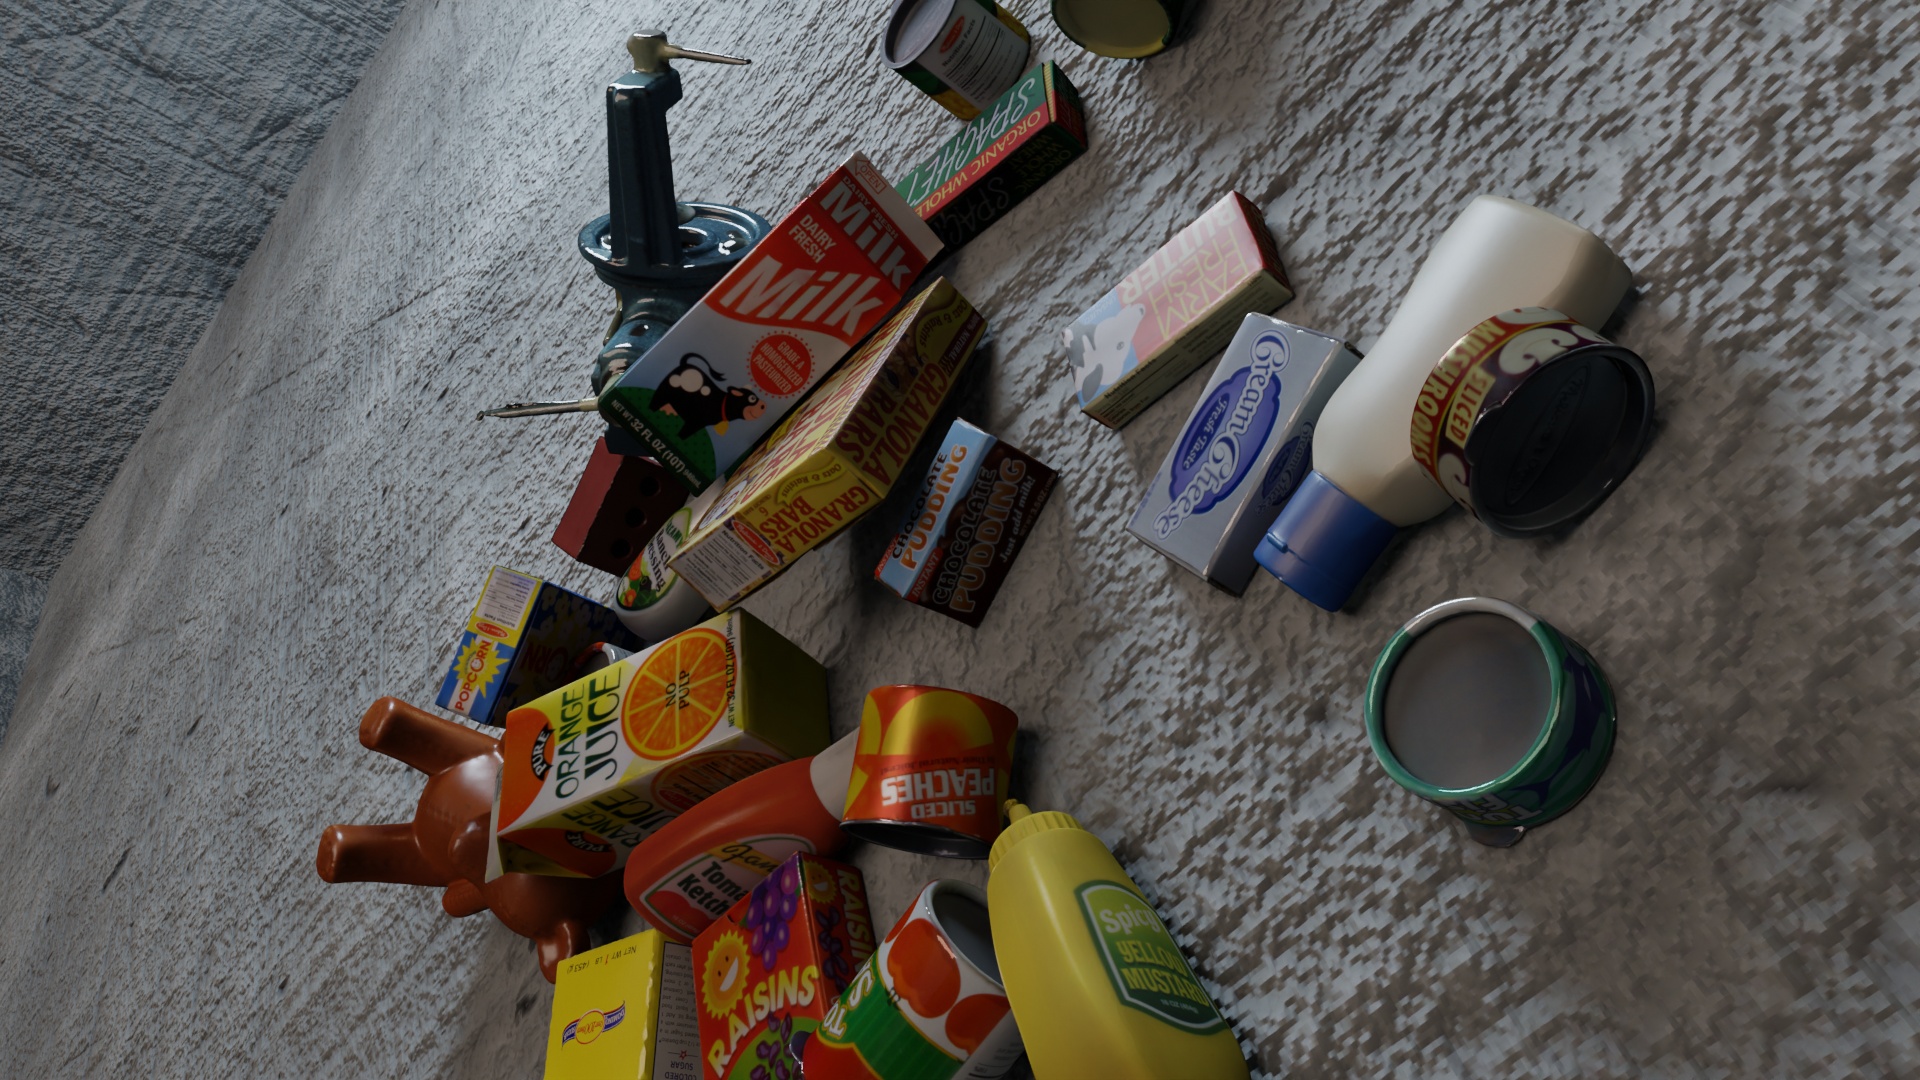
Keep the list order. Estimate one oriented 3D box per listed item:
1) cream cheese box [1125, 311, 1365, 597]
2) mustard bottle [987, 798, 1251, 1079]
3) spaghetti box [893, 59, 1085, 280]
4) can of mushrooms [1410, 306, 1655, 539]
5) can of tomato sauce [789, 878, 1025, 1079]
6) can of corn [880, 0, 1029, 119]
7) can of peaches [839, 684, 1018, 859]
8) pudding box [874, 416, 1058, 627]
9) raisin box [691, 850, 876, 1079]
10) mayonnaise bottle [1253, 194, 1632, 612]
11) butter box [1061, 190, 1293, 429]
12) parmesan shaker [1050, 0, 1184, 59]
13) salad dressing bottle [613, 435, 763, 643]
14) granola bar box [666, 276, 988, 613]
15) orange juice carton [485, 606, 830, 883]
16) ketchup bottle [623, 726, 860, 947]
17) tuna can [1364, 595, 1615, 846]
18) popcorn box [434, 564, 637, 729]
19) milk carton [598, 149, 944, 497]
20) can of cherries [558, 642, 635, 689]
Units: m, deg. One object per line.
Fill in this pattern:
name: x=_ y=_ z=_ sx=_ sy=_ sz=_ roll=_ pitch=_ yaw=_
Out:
cream cheese box: x=0.110 y=-0.035 z=0.541 sx=0.053 sy=0.024 sz=0.103 roll=34 pitch=96 yaw=53
mustard bottle: x=0.043 y=0.141 z=0.485 sx=0.048 sy=0.065 sz=0.161 roll=-55 pitch=34 yaw=18
spaghetti box: x=-0.030 y=-0.176 z=0.789 sx=0.249 sy=0.028 sz=0.050 roll=-31 pitch=48 yaw=36
can of mushrooms: x=0.174 y=-0.037 z=0.429 sx=0.071 sy=0.071 sz=0.033 roll=-52 pitch=36 yaw=14
can of tomato sauce: x=-0.012 y=0.178 z=0.521 sx=0.083 sy=0.071 sz=0.071 roll=-54 pitch=38 yaw=12
can of corn: x=-0.004 y=-0.287 z=0.801 sx=0.071 sy=0.058 sz=0.071 roll=-28 pitch=50 yaw=38
can of peaches: x=-0.011 y=0.095 z=0.571 sx=0.071 sy=0.071 sz=0.058 roll=-14 pitch=58 yaw=45
pudding box: x=0.002 y=-0.008 z=0.633 sx=0.030 sy=0.049 sz=0.083 roll=31 pitch=93 yaw=52
raisin box: x=-0.074 y=0.210 z=0.600 sx=0.086 sy=0.040 sz=0.124 roll=-44 pitch=40 yaw=25
mayonnaise bottle: x=0.158 y=-0.044 z=0.477 sx=0.147 sy=0.041 sz=0.065 roll=-56 pitch=32 yaw=12
butter box: x=0.092 y=-0.099 z=0.602 sx=0.103 sy=0.024 sz=0.053 roll=-38 pitch=44 yaw=30
parmesan shaker: x=0.090 y=-0.304 z=0.695 sx=0.071 sy=0.071 sz=0.103 roll=-3 pitch=67 yaw=49
salad dressing bottle: x=-0.144 y=-0.005 z=0.810 sx=0.147 sy=0.044 sz=0.064 roll=-49 pitch=38 yaw=18
granola bar box: x=-0.061 y=-0.049 z=0.686 sx=0.123 sy=0.039 sz=0.166 roll=-32 pitch=20 yaw=36
orange juice carton: x=-0.165 y=0.112 z=0.700 sx=0.192 sy=0.073 sz=0.072 roll=-24 pitch=50 yaw=19
ketchup bottle: x=-0.084 y=0.133 z=0.644 sx=0.148 sy=0.064 sz=0.044 roll=-36 pitch=31 yaw=20
tuna can: x=0.159 y=0.054 z=0.423 sx=0.071 sy=0.033 sz=0.071 roll=-28 pitch=49 yaw=37
popcorn box: x=-0.245 y=0.070 z=0.818 sx=0.038 sy=0.126 sz=0.085 roll=16 pitch=80 yaw=16
milk carton: x=-0.099 y=-0.117 z=0.741 sx=0.190 sy=0.072 sz=0.073 roll=-44 pitch=15 yaw=-3
can of cherries: x=-0.193 y=0.099 z=0.794 sx=0.071 sy=0.058 sz=0.072 roll=-27 pitch=50 yaw=37
